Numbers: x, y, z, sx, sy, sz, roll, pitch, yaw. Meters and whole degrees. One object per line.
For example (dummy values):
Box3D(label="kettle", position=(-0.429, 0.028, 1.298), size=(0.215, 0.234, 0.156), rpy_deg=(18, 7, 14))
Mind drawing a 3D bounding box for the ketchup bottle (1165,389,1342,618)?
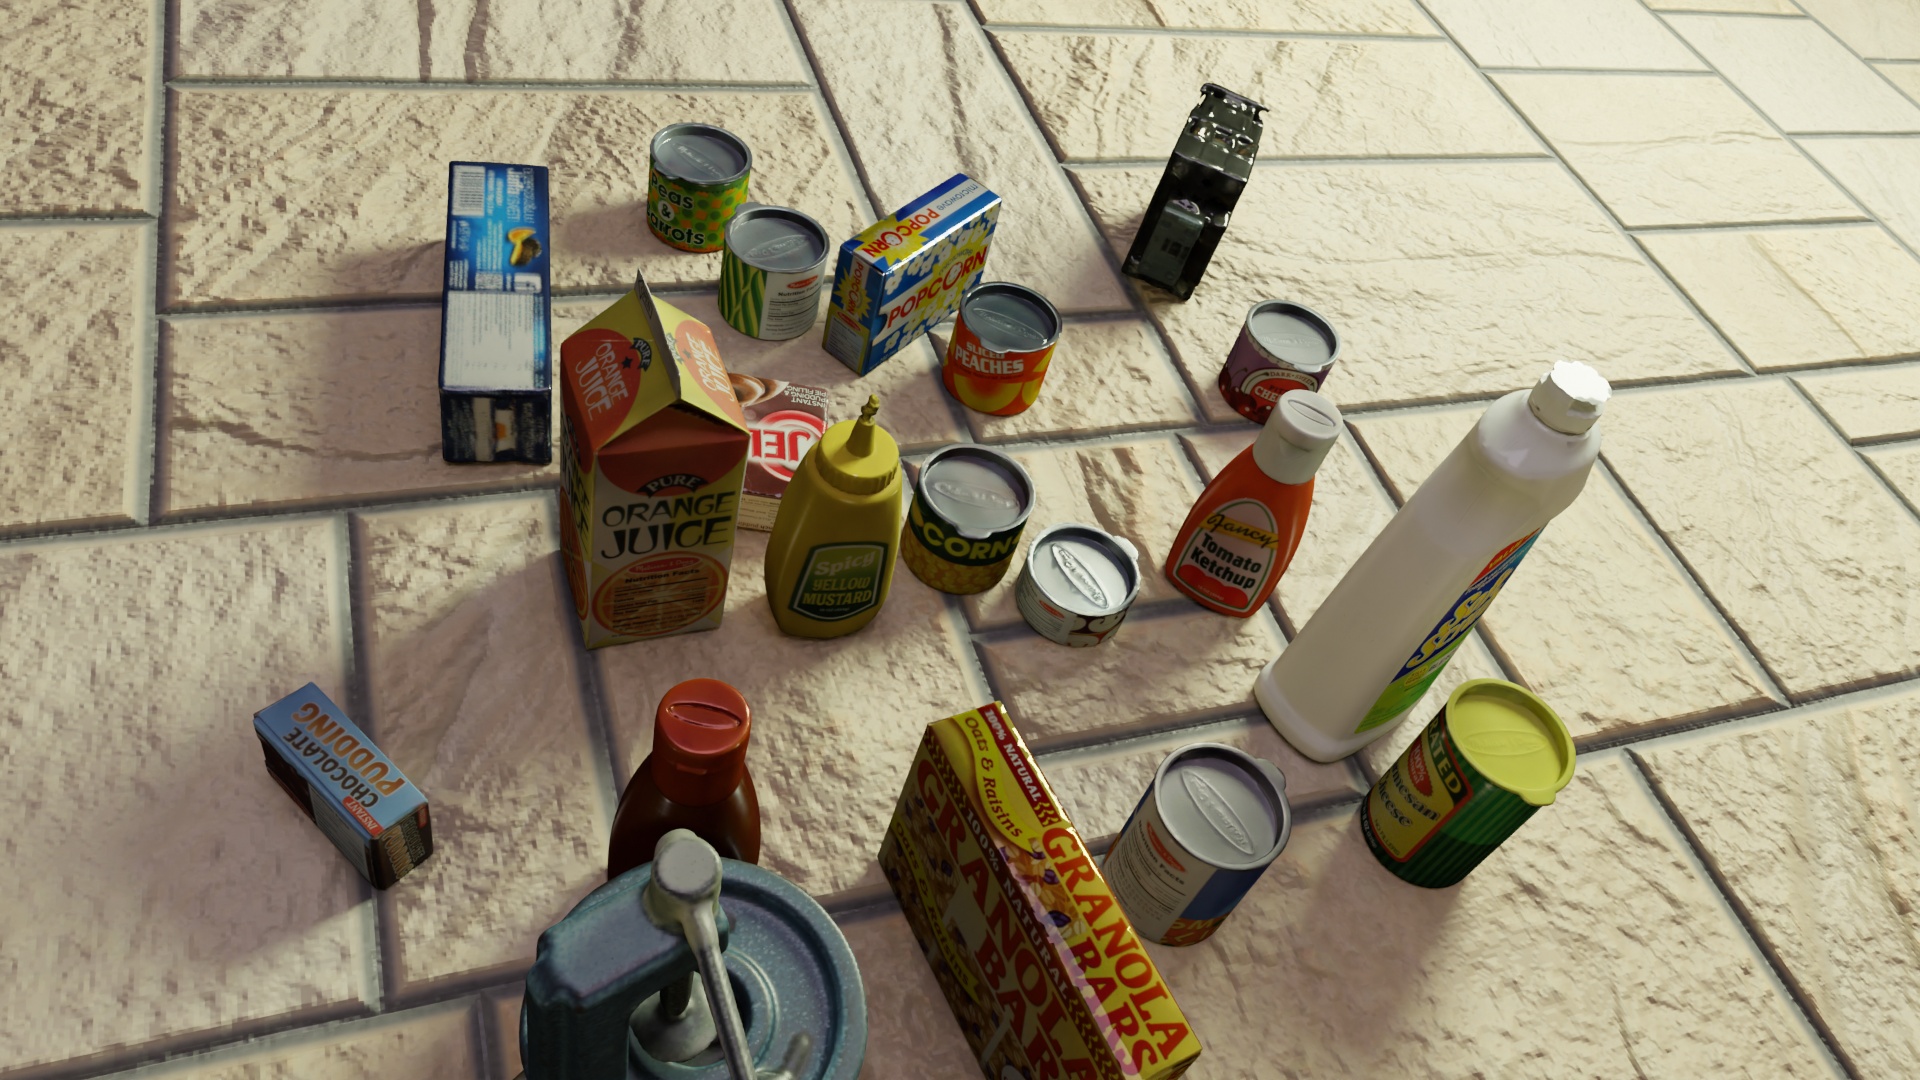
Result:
Box3D(label="ketchup bottle", position=(0.167, -0.021, 0.778), size=(0.065, 0.148, 0.044), rpy_deg=(29, 49, 9))

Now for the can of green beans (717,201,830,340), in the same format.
Box3D(label="can of green beans", position=(-0.120, -0.170, 0.884), size=(0.071, 0.057, 0.071), rpy_deg=(8, 49, -9))

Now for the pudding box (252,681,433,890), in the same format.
Box3D(label="pudding box", position=(-0.270, 0.107, 0.607), size=(0.084, 0.049, 0.030), rpy_deg=(38, 51, 17))

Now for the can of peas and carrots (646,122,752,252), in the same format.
Box3D(label="can of peas and carrots", position=(-0.176, -0.233, 0.921), size=(0.071, 0.058, 0.071), rpy_deg=(8, 49, -9))

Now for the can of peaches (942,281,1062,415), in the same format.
Box3D(label="can of peaches", position=(0.024, -0.120, 0.883), size=(0.071, 0.057, 0.071), rpy_deg=(8, 49, -9))

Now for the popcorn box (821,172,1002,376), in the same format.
Box3D(label="popcorn box", position=(-0.031, -0.173, 0.894), size=(0.038, 0.084, 0.127), rpy_deg=(36, 50, 15))

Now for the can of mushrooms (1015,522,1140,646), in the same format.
Box3D(label="can of mushrooms", position=(0.068, 0.024, 0.787), size=(0.071, 0.033, 0.071), rpy_deg=(8, 49, -9))

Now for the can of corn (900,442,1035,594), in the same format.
Box3D(label="can of corn", position=(0.003, -0.010, 0.781), size=(0.071, 0.058, 0.071), rpy_deg=(8, 49, -9))

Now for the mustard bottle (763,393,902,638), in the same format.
Box3D(label="mustard bottle", position=(-0.060, -0.013, 0.697), size=(0.065, 0.159, 0.049), rpy_deg=(-3, 52, -19))

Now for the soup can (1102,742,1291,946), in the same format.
Box3D(label="soup can", position=(0.113, 0.145, 0.663), size=(0.071, 0.083, 0.072), rpy_deg=(8, 49, -9))

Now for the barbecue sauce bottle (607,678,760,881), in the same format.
Box3D(label="barbecue sauce bottle", position=(-0.113, 0.114, 0.581), size=(0.065, 0.147, 0.044), rpy_deg=(13, 48, -5))

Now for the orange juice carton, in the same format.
Box3D(label="orange juice carton", position=(-0.150, -0.035, 0.669), size=(0.073, 0.191, 0.072), rpy_deg=(-9, 54, -23))

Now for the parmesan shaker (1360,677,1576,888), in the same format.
Box3D(label="parmesan shaker", position=(0.255, 0.128, 0.706), size=(0.071, 0.102, 0.072), rpy_deg=(8, 49, -9))

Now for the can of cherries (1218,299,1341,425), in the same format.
Box3D(label="can of cherries", position=(0.214, -0.118, 0.936), size=(0.071, 0.058, 0.072), rpy_deg=(8, 49, -9))

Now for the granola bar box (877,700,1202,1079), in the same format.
Box3D(label="granola bar box", position=(0.026, 0.170, 0.589), size=(0.039, 0.123, 0.166), rpy_deg=(-15, 56, -26))
